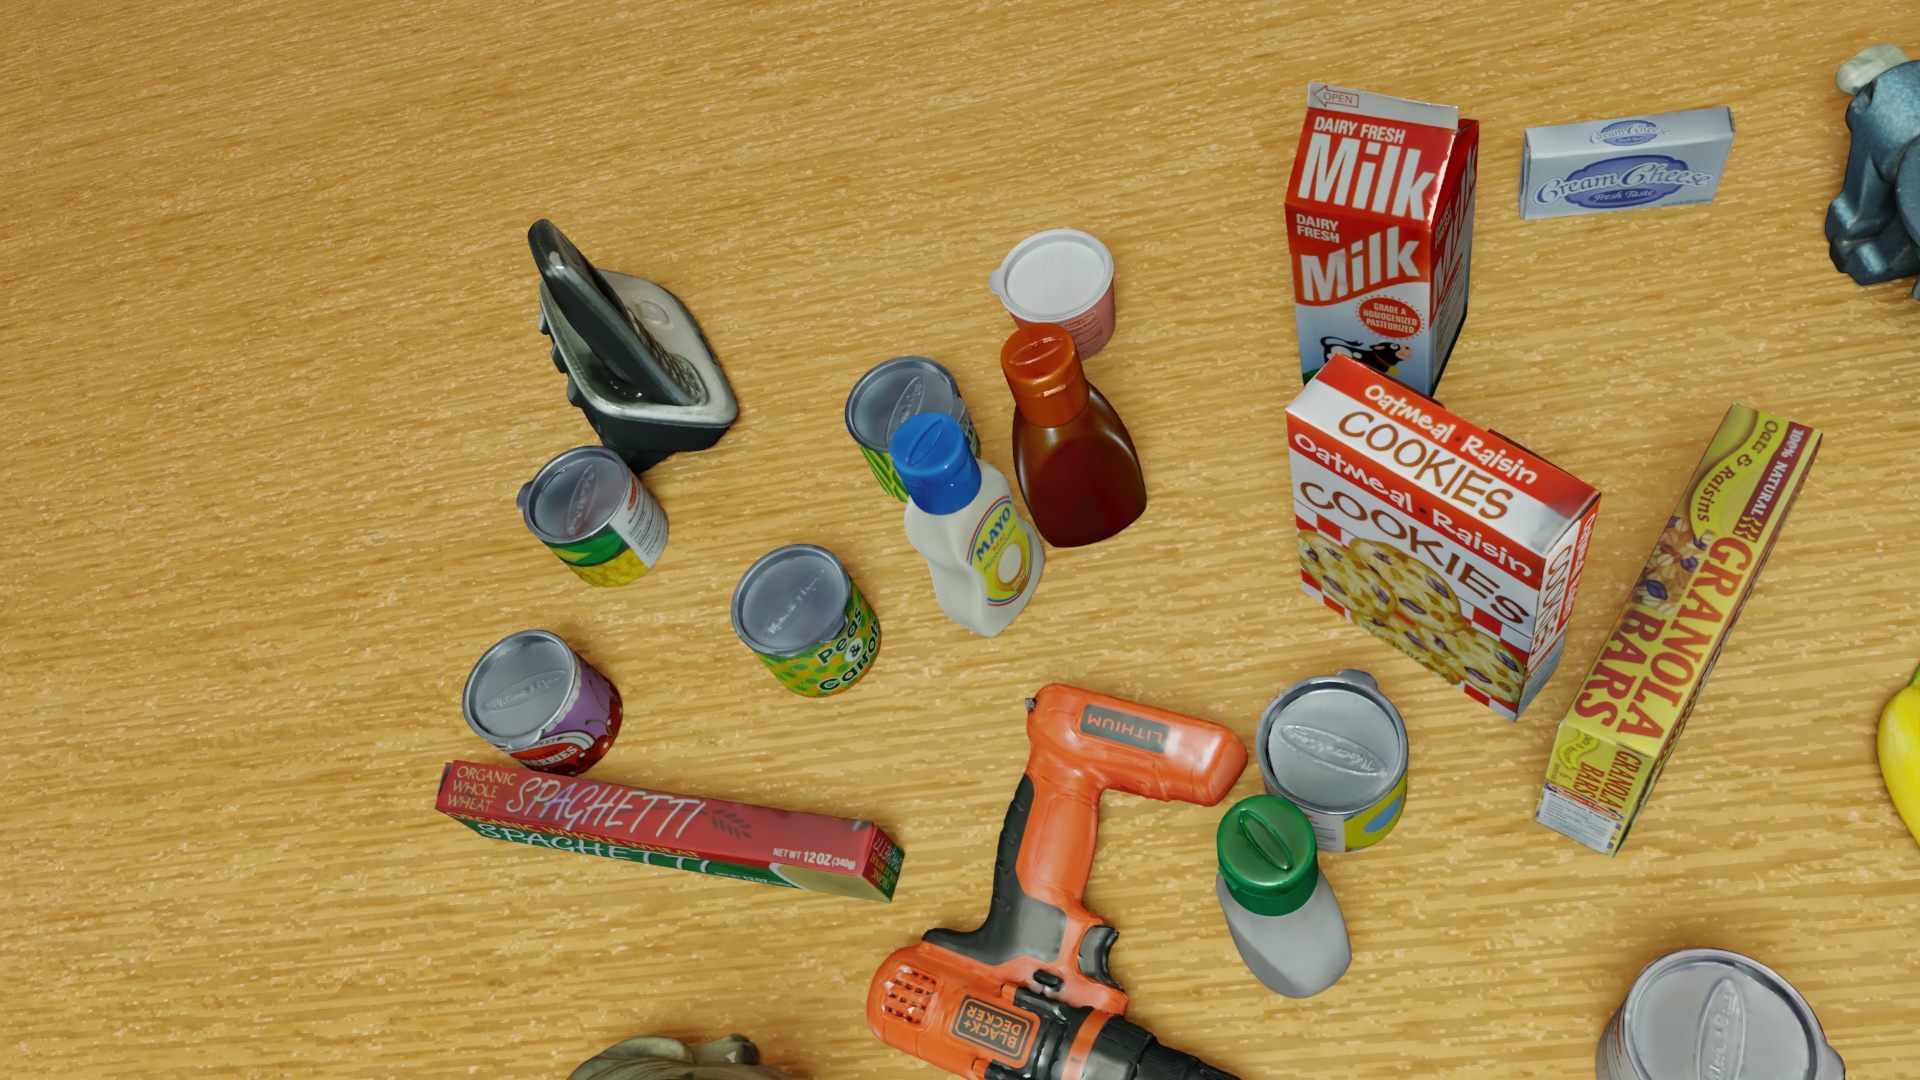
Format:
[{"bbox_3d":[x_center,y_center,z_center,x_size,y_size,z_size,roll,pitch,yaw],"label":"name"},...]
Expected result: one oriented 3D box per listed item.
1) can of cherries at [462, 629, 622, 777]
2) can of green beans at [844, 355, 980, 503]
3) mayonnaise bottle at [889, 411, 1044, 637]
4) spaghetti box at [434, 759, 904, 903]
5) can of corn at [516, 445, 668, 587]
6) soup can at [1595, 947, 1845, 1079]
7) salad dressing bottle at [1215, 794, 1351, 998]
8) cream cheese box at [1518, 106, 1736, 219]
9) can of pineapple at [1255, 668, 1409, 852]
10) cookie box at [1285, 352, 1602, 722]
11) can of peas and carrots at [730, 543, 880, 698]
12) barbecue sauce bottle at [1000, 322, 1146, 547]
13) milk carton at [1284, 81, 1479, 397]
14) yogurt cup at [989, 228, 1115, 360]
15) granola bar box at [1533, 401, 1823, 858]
[{"bbox_3d":[-0.228,0.093,0.763,0.071,0.058,0.072,-7,58,12],"label":"can of cherries"},{"bbox_3d":[-0.026,-0.062,0.796,0.071,0.057,0.071,-7,58,12],"label":"can of green beans"},{"bbox_3d":[0.003,-0.009,0.701,0.041,0.147,0.065,24,70,27],"label":"mayonnaise bottle"},{"bbox_3d":[-0.153,0.148,0.712,0.250,0.050,0.029,4,62,19],"label":"spaghetti box"},{"bbox_3d":[-0.217,-0.013,0.823,0.071,0.058,0.071,-7,58,12],"label":"can of corn"},{"bbox_3d":[0.286,0.200,0.530,0.071,0.083,0.071,-7,58,12],"label":"soup can"},{"bbox_3d":[0.130,0.147,0.570,0.044,0.147,0.064,-35,57,-5],"label":"salad dressing bottle"},{"bbox_3d":[0.366,-0.208,0.769,0.104,0.053,0.024,-2,60,15],"label":"cream cheese box"},{"bbox_3d":[0.173,0.102,0.638,0.071,0.057,0.071,-7,58,12],"label":"can of pineapple"},{"bbox_3d":[0.210,0.002,0.621,0.123,0.166,0.040,36,75,31],"label":"cookie box"},{"bbox_3d":[-0.080,0.045,0.747,0.071,0.058,0.071,-7,58,12],"label":"can of peas and carrots"},{"bbox_3d":[0.055,-0.052,0.712,0.065,0.148,0.044,-23,57,3],"label":"barbecue sauce bottle"},{"bbox_3d":[0.213,-0.153,0.700,0.072,0.189,0.074,18,67,25],"label":"milk carton"},{"bbox_3d":[0.060,-0.141,0.820,0.072,0.053,0.073,-7,58,12],"label":"yogurt cup"},{"bbox_3d":[0.305,0.042,0.595,0.039,0.123,0.166,26,71,28],"label":"granola bar box"}]
